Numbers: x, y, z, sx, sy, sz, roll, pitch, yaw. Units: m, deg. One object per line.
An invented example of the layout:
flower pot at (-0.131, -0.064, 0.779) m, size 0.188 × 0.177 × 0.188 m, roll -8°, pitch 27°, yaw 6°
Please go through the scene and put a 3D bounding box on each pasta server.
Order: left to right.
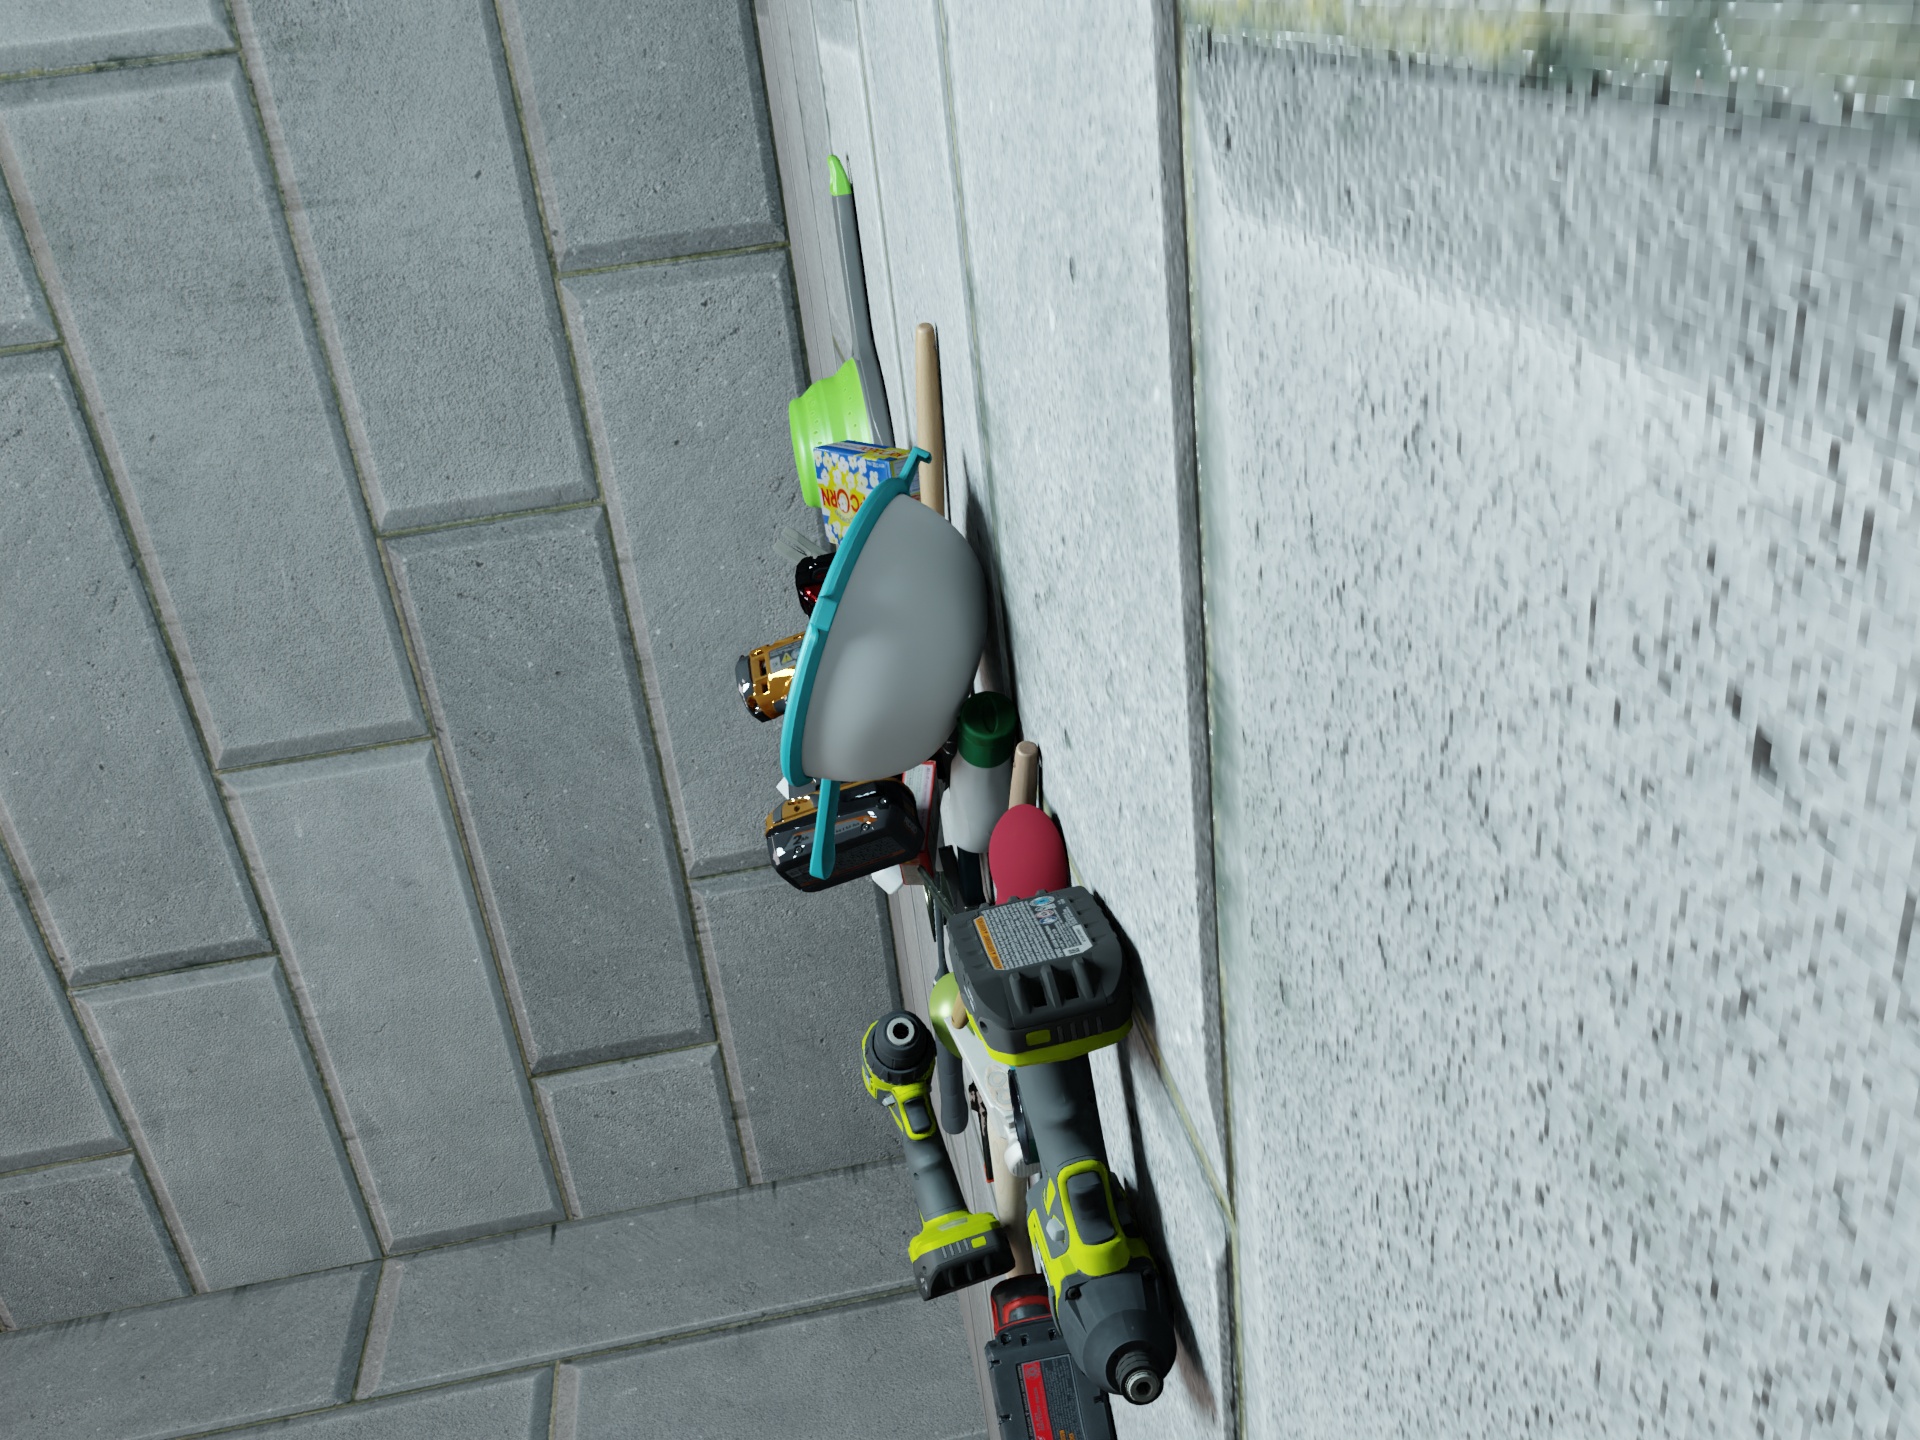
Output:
pasta server at (0.042, 0.126, 1.045) m, size 0.316 × 0.040 × 0.060 m, roll 92°, pitch 168°, yaw -45°

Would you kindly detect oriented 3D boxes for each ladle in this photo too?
ladle at (0.020, 0.144, 1.029) m, size 0.315 × 0.031 × 0.069 m, roll 106°, pitch 143°, yaw -59°
ladle at (0.028, 0.347, 1.403) m, size 0.078 × 0.062 × 0.319 m, roll -54°, pitch -36°, yaw -45°

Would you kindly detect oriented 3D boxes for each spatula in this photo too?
spatula at (-0.031, -0.154, 1.187) m, size 0.317 × 0.044 × 0.082 m, roll 89°, pitch -159°, yaw -43°

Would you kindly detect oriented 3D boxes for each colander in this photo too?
colander at (-0.132, -0.353, 1.593) m, size 0.205 × 0.094 × 0.396 m, roll -113°, pitch 14°, yaw -66°

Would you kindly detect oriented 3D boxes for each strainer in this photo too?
strainer at (-0.045, 0.002, 1.075) m, size 0.211 × 0.095 × 0.340 m, roll -65°, pitch -10°, yaw -47°

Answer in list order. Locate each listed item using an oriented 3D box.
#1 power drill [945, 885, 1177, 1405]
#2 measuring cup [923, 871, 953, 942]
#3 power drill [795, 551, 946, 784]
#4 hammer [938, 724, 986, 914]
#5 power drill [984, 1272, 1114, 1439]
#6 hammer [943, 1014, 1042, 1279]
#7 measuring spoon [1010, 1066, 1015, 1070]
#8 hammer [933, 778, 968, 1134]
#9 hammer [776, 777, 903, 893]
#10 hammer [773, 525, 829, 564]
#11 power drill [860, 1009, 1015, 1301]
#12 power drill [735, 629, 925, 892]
power drill at (0.058, 0.210, 0.794) m, size 0.171 × 0.080 × 0.223 m, roll -121°, pitch 18°, yaw -77°
measuring cup at (-0.017, 0.195, 1.672) m, size 0.167 × 0.038 × 0.083 m, roll 87°, pitch 172°, yaw -60°
power drill at (-0.086, -0.042, 1.444) m, size 0.078 × 0.143 × 0.220 m, roll 82°, pitch 178°, yaw -69°
hammer at (0.001, 0.050, 1.273) m, size 0.128 × 0.033 × 0.330 m, roll -112°, pitch 14°, yaw -57°
power drill at (0.068, 0.534, 1.224) m, size 0.226 × 0.080 × 0.188 m, roll 92°, pitch 167°, yaw -77°
hammer at (0.042, 0.408, 1.360) m, size 0.410 × 0.038 × 0.146 m, roll 84°, pitch 162°, yaw -47°
measuring spoon at (0.046, 0.272, 1.247) m, size 0.128 × 0.021 × 0.042 m, roll 125°, pitch 135°, yaw -84°
hammer at (-0.016, 0.242, 1.543) m, size 0.149 × 0.036 × 0.408 m, roll -90°, pitch -3°, yaw -60°
hammer at (-0.087, 0.053, 1.609) m, size 0.144 × 0.035 × 0.405 m, roll 42°, pitch -166°, yaw -6°
hammer at (-0.102, -0.186, 1.549) m, size 0.037 × 0.149 × 0.359 m, roll -61°, pitch 4°, yaw -13°
power drill at (-0.028, 0.356, 1.331) m, size 0.190 × 0.080 × 0.229 m, roll 99°, pitch 154°, yaw -67°
power drill at (-0.088, 0.011, 1.332) m, size 0.084 × 0.185 × 0.226 m, roll 51°, pitch -157°, yaw -56°
